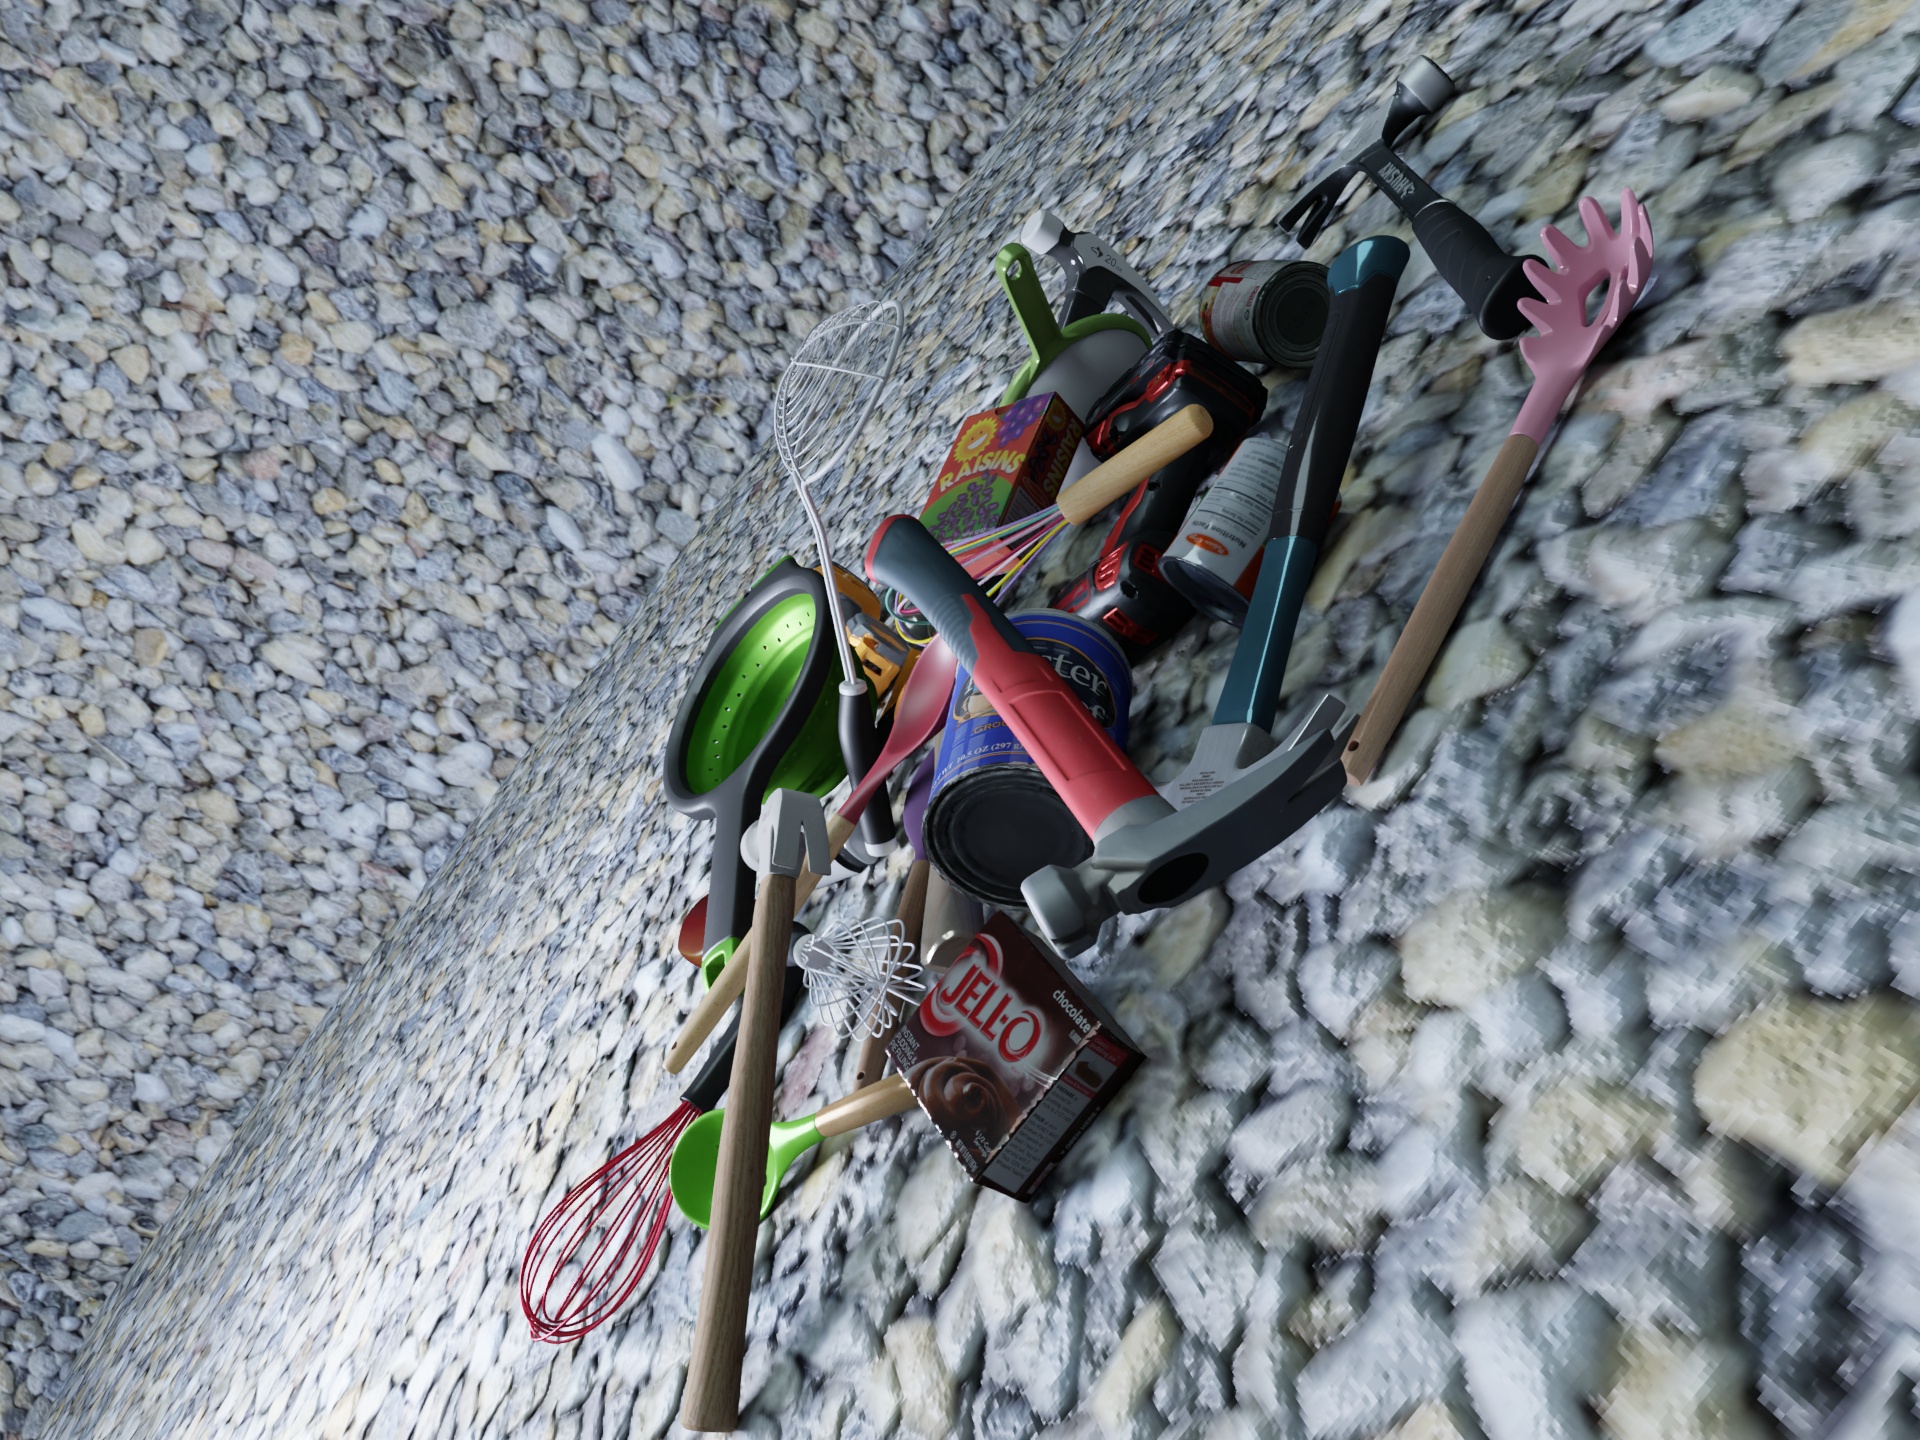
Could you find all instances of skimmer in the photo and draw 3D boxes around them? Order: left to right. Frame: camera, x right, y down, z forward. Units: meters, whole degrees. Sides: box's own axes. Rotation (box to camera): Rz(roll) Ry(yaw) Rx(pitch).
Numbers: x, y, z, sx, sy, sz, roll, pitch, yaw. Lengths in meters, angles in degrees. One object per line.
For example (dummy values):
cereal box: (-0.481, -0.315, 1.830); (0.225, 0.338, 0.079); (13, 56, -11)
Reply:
skimmer: (-0.054, -0.086, 1.045); (0.090, 0.363, 0.127); (-15, 20, -14)

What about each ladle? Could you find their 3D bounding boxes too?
ladle: (-0.084, 0.080, 0.957); (0.315, 0.031, 0.069); (-55, 23, -3)

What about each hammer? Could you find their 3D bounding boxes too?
hammer: (-0.109, 0.195, 0.839); (0.130, 0.031, 0.331); (133, 145, -64)
hammer: (-0.044, -0.016, 1.239); (0.127, 0.034, 0.337); (-26, 32, 52)
hammer: (-0.002, -0.003, 1.020); (0.411, 0.038, 0.146); (-92, 22, -53)
hammer: (0.039, -0.031, 0.800); (0.143, 0.038, 0.387); (-30, 33, -3)
hammer: (0.066, -0.231, 1.267); (0.035, 0.146, 0.335); (-7, 60, 61)
hammer: (0.165, -0.097, 0.784); (0.128, 0.033, 0.331); (-5, 60, 51)
hammer: (0.286, -0.314, 0.990); (0.149, 0.036, 0.409); (-45, 20, 24)

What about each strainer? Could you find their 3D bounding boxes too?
strainer: (0.083, -0.230, 1.096); (0.151, 0.256, 0.069); (-42, 61, -2)

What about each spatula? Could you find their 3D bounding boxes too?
spatula: (-0.030, 0.111, 0.994); (0.060, 0.018, 0.316); (-22, 32, 27)

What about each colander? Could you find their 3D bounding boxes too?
colander: (-0.125, 0.051, 1.131); (0.204, 0.094, 0.398); (-41, 33, 30)

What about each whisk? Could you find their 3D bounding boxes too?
whisk: (-0.185, 0.267, 1.032); (0.296, 0.073, 0.073); (-55, 18, -26)
whisk: (-0.081, 0.142, 0.955); (0.070, 0.070, 0.284); (-57, 13, -12)
whisk: (0.046, -0.117, 0.945); (0.245, 0.051, 0.047); (-32, 30, 32)

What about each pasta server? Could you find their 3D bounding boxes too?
pasta server: (0.241, -0.109, 0.723); (0.060, 0.040, 0.316); (8, 63, 57)

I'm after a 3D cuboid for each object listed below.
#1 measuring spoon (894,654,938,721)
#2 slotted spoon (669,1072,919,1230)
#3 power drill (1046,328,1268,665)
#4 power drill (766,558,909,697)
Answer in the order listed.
measuring spoon: (-0.026, -0.022, 1.050); (0.117, 0.011, 0.021); (128, 147, -64)
slotted spoon: (-0.056, 0.211, 0.853); (0.313, 0.031, 0.070); (-32, 72, 38)
power drill: (0.101, -0.116, 1.012); (0.188, 0.080, 0.227); (-38, 27, 55)
power drill: (-0.133, -0.037, 1.424); (0.185, 0.084, 0.226); (-51, 23, 11)
